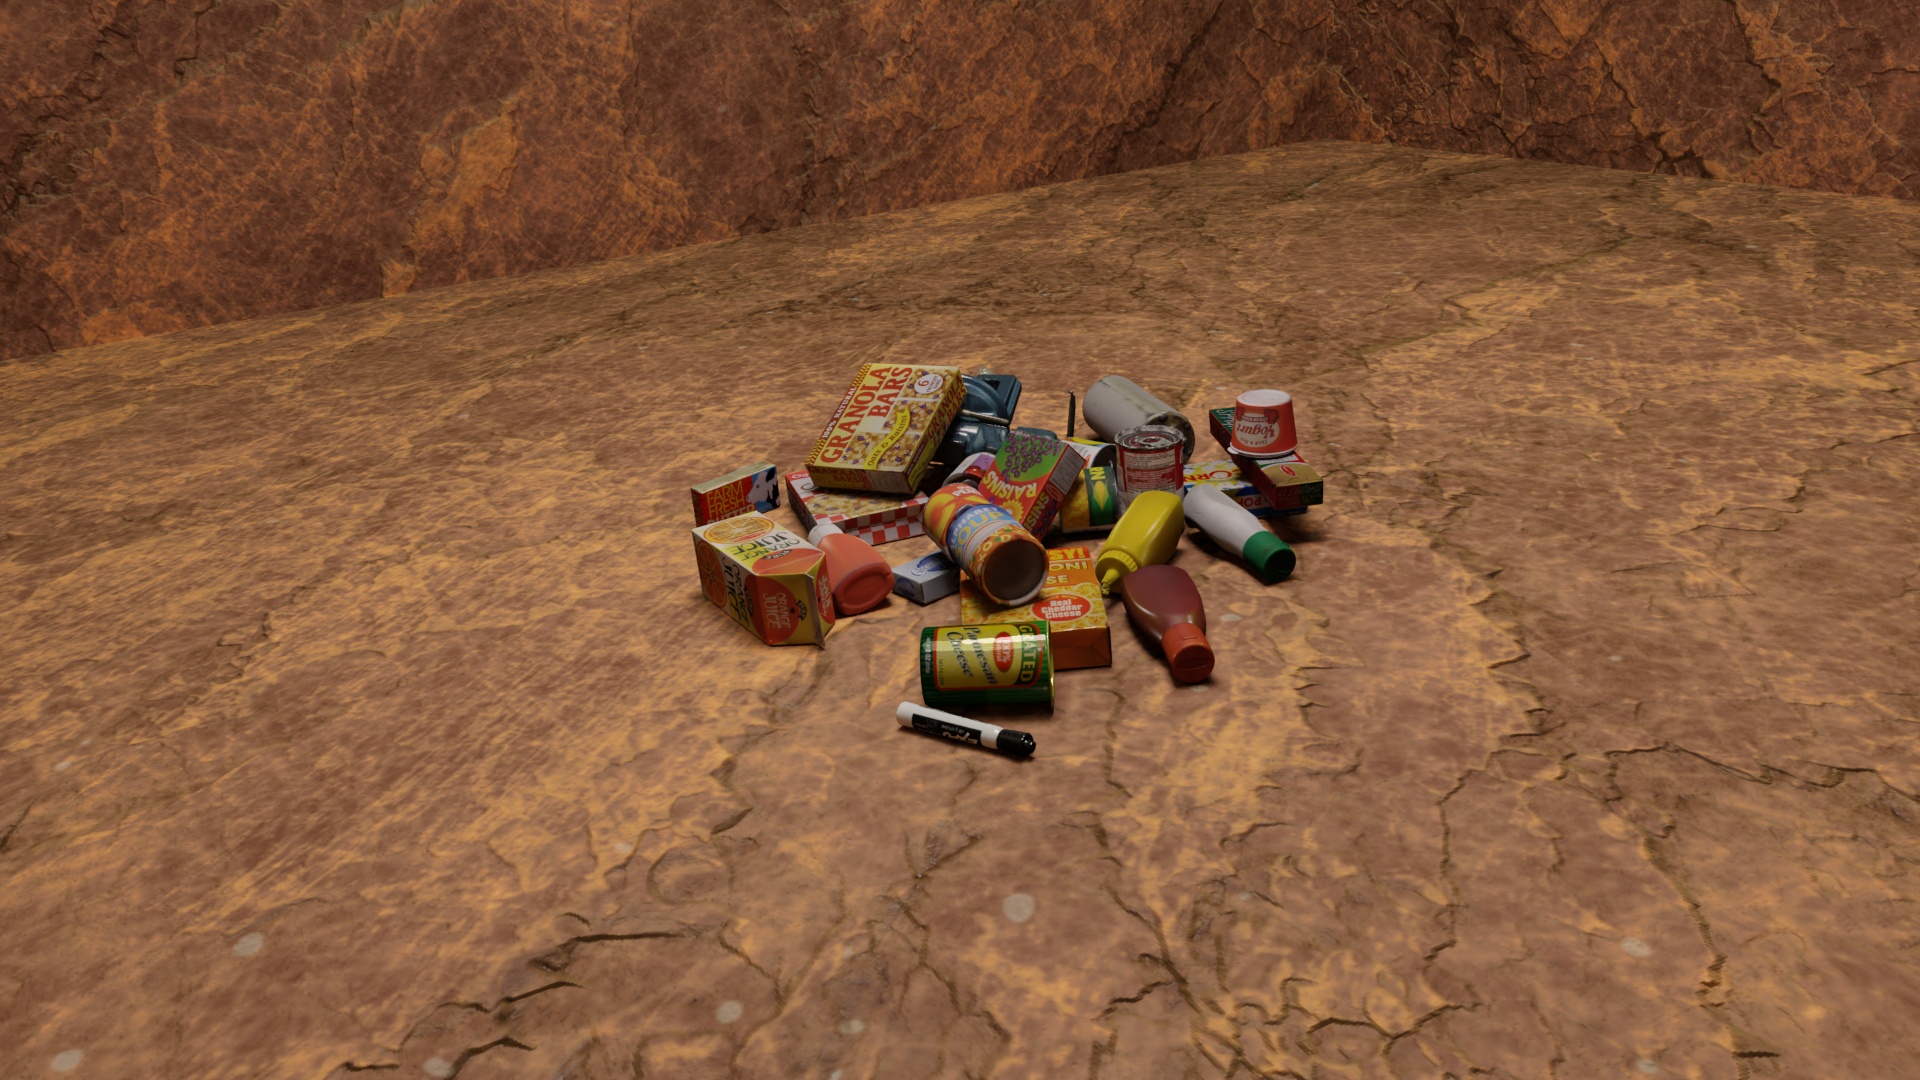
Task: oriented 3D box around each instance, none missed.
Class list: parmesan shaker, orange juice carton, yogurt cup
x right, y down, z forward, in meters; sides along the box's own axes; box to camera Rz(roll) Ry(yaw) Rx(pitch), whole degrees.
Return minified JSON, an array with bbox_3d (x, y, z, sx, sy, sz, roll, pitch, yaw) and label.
[{"bbox_3d":[0.022,0.102,1.115,0.103,0.071,0.071,-4,23,6],"label":"parmesan shaker"},{"bbox_3d":[-0.177,0.037,1.300,0.073,0.071,0.193,-19,26,-29],"label":"orange juice carton"},{"bbox_3d":[0.308,-0.120,1.410,0.072,0.053,0.073,-4,23,2],"label":"yogurt cup"}]

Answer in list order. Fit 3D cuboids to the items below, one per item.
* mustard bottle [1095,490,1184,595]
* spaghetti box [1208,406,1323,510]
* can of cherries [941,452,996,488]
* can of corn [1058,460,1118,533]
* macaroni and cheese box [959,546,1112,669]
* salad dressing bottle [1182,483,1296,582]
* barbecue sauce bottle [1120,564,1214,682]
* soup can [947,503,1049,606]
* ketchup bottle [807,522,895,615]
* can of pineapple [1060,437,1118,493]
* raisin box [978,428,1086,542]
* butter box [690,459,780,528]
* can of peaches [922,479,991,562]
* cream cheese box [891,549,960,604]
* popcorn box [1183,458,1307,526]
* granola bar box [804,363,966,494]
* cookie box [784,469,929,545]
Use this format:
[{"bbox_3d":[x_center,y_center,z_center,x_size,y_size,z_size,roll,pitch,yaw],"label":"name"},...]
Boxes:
[{"bbox_3d":[0.163,0.008,1.306,0.049,0.065,0.161,12,32,26],"label":"mustard bottle"},{"bbox_3d":[0.314,-0.091,1.448,0.050,0.028,0.251,-6,23,-3],"label":"spaghetti box"},{"bbox_3d":[0.021,-0.052,1.478,0.071,0.071,0.059,3,24,20],"label":"can of cherries"},{"bbox_3d":[0.129,-0.044,1.426,0.058,0.071,0.071,-6,23,1],"label":"can of corn"},{"bbox_3d":[0.062,0.061,1.231,0.124,0.040,0.167,-5,23,1],"label":"macaroni and cheese box"},{"bbox_3d":[0.268,-0.008,1.337,0.064,0.044,0.148,22,14,-29],"label":"salad dressing bottle"},{"bbox_3d":[0.180,0.069,1.182,0.065,0.043,0.149,-7,23,-3],"label":"barbecue sauce bottle"},{"bbox_3d":[0.031,0.010,1.214,0.071,0.071,0.084,-12,24,-16],"label":"soup can"},{"bbox_3d":[-0.114,0.021,1.356,0.065,0.043,0.149,-31,27,-8],"label":"ketchup bottle"},{"bbox_3d":[0.138,-0.076,1.509,0.058,0.070,0.071,15,30,40],"label":"can of pineapple"},{"bbox_3d":[0.059,-0.045,1.397,0.086,0.040,0.123,19,75,45],"label":"raisin box"},{"bbox_3d":[-0.250,-0.048,1.544,0.104,0.053,0.024,-25,32,-38],"label":"butter box"},{"bbox_3d":[0.005,-0.017,1.324,0.071,0.071,0.058,-12,26,-16],"label":"can of peaches"},{"bbox_3d":[-0.013,0.029,1.345,0.104,0.024,0.053,-22,27,-35],"label":"cream cheese box"},{"bbox_3d":[0.290,-0.054,1.455,0.127,0.038,0.085,-7,24,-4],"label":"popcorn box"},{"bbox_3d":[-0.080,-0.124,1.518,0.124,0.039,0.166,5,49,26],"label":"granola bar box"},{"bbox_3d":[-0.113,-0.041,1.515,0.123,0.040,0.168,-12,25,-15],"label":"cookie box"}]
